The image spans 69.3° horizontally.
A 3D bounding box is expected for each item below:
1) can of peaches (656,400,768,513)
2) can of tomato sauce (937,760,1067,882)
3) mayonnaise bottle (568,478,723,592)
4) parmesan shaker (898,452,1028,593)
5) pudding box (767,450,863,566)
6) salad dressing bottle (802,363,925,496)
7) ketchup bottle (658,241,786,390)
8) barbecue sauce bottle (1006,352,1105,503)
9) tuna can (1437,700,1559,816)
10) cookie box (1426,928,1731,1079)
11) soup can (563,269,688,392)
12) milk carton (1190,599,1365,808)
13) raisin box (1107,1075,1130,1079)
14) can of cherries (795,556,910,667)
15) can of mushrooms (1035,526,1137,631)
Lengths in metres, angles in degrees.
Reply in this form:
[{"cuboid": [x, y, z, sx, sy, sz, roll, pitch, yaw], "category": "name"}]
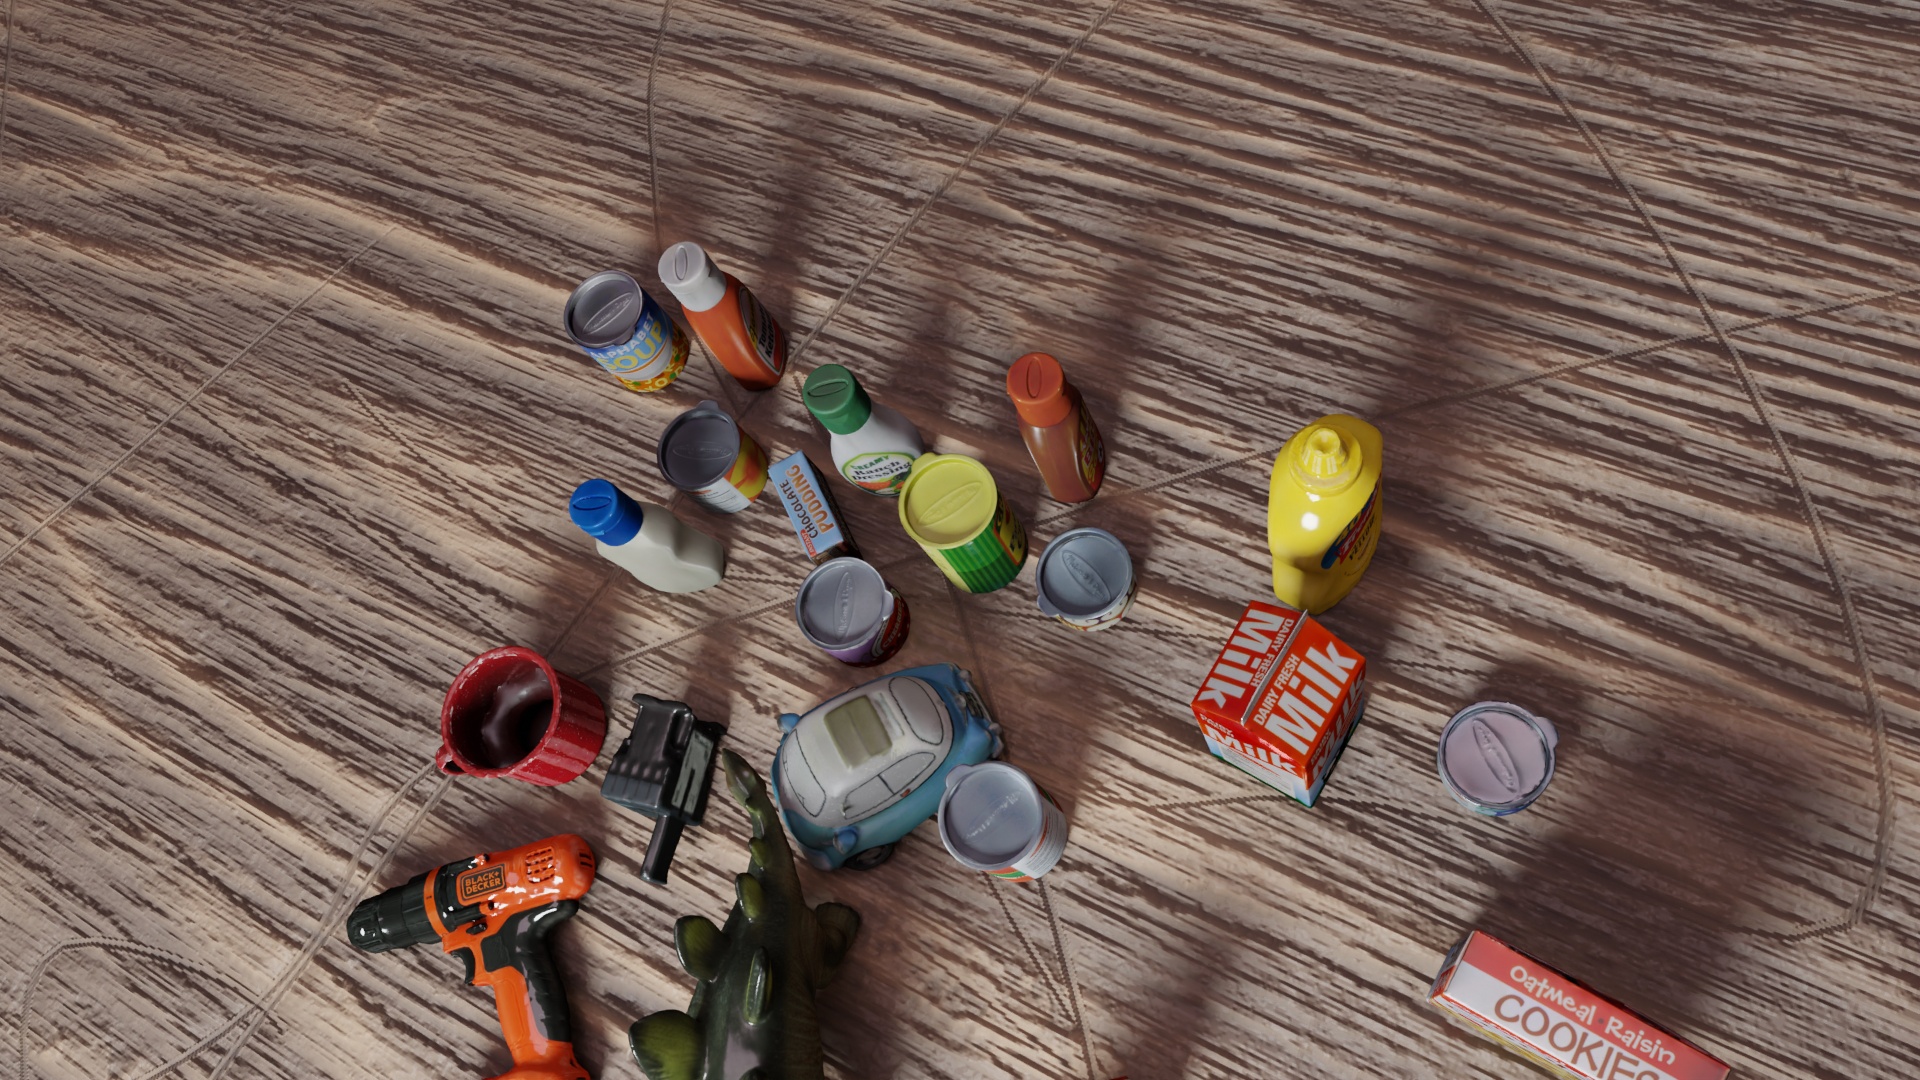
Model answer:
[{"cuboid": [-0.184, -0.061, 1.042, 0.071, 0.058, 0.071, -5, 70, 14], "category": "can of peaches"}, {"cuboid": [0.027, 0.179, 0.882, 0.071, 0.083, 0.071, -5, 70, 14], "category": "can of tomato sauce"}, {"cuboid": [-0.223, -0.002, 0.982, 0.065, 0.147, 0.041, -6, 70, 14], "category": "mayonnaise bottle"}, {"cuboid": [0.003, -0.012, 0.947, 0.071, 0.103, 0.071, -5, 70, 14], "category": "parmesan shaker"}, {"cuboid": [-0.105, -0.019, 1.009, 0.030, 0.049, 0.084, -29, 66, 4], "category": "pudding box"}, {"cuboid": [-0.068, -0.076, 0.966, 0.064, 0.147, 0.044, -12, 68, 11], "category": "salad dressing bottle"}, {"cuboid": [-0.175, -0.168, 1.029, 0.043, 0.148, 0.065, -10, 69, 12], "category": "ketchup bottle"}, {"cuboid": [0.064, -0.078, 0.929, 0.043, 0.148, 0.065, -2, 71, 15], "category": "barbecue sauce bottle"}, {"cuboid": [0.327, 0.132, 0.844, 0.071, 0.032, 0.071, -5, 70, 14], "category": "tuna can"}, {"cuboid": [0.314, 0.255, 0.729, 0.123, 0.167, 0.040, 26, 80, 22], "category": "cookie box"}, {"cuboid": [-0.258, -0.160, 1.084, 0.071, 0.083, 0.071, -5, 70, 14], "category": "soup can"}, {"cuboid": [0.187, 0.095, 0.810, 0.073, 0.190, 0.072, 28, 81, 23], "category": "milk carton"}, {"cuboid": [0.069, 0.350, 0.786, 0.086, 0.123, 0.040, -45, 66, -3], "category": "raisin box"}, {"cuboid": [-0.072, 0.052, 0.969, 0.071, 0.058, 0.071, -5, 70, 14], "category": "can of cherries"}, {"cuboid": [0.085, 0.028, 0.948, 0.071, 0.033, 0.071, -5, 70, 14], "category": "can of mushrooms"}]
